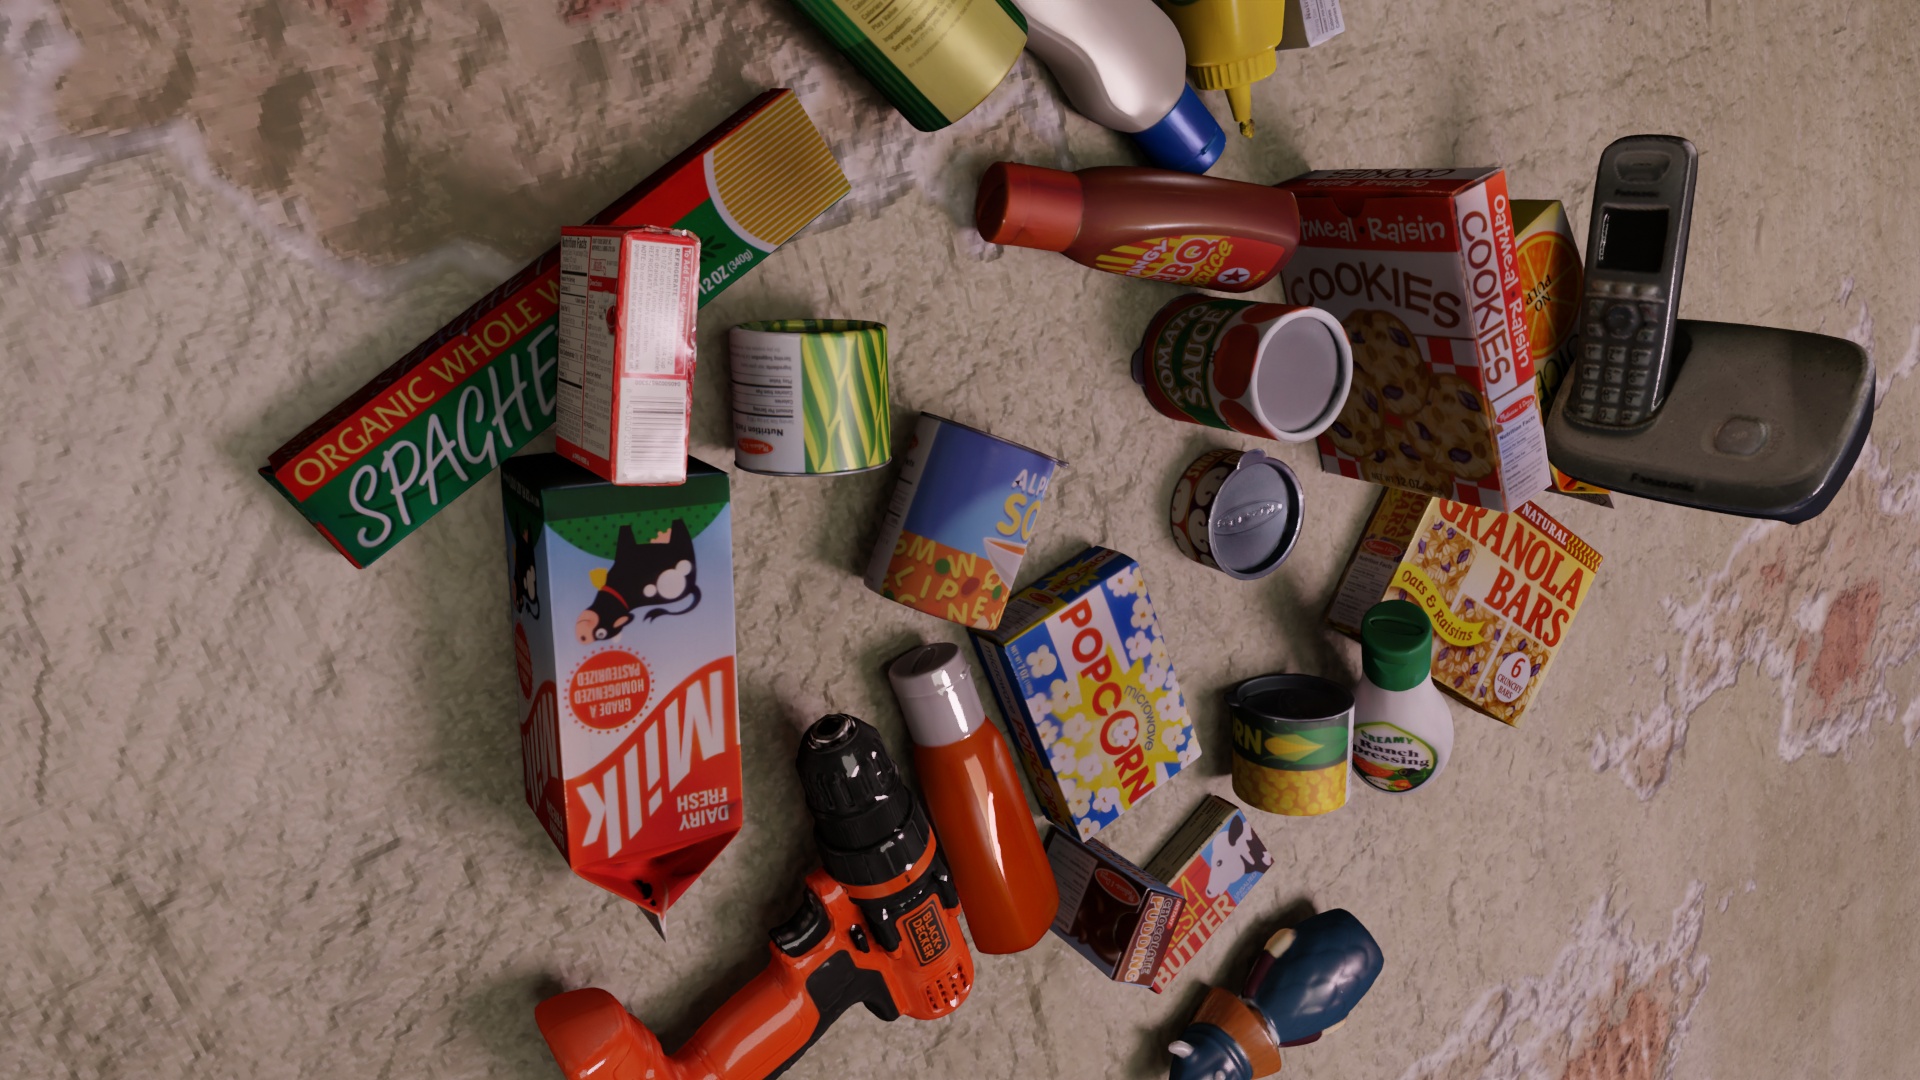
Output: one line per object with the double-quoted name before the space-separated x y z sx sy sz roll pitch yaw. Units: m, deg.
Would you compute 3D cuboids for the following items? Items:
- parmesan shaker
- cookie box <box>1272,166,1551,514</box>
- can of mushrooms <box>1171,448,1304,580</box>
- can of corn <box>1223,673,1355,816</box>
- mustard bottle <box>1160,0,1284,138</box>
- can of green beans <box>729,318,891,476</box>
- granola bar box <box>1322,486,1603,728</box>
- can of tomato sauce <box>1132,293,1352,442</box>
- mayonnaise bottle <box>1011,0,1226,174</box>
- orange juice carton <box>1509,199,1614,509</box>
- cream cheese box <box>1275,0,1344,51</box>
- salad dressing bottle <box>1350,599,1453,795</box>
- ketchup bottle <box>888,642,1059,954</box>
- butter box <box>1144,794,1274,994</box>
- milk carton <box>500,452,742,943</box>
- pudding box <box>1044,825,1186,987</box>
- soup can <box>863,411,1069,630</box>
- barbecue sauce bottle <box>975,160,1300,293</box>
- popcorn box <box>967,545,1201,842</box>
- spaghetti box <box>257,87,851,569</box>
"parmesan shaker" -0.032 -0.222 0.561 0.103 0.071 0.071 39 81 -33
"cookie box" 0.227 -0.105 0.710 0.040 0.123 0.166 -29 115 -23
"can of mushrooms" 0.147 -0.017 0.737 0.071 0.033 0.071 -8 106 -29
"can of corn" 0.182 0.113 0.771 0.071 0.071 0.058 -11 108 -29
"mustard bottle" 0.120 -0.263 0.644 0.049 0.065 0.159 -27 119 -19
"can of green beans" -0.062 -0.061 0.580 0.071 0.071 0.057 -8 106 -29
"granola bar box" 0.306 0.028 0.841 0.165 0.039 0.124 28 88 -33
"can of tomato sauce" 0.139 -0.086 0.685 0.071 0.083 0.071 -8 106 -30
"mayonnaise bottle" 0.067 -0.225 0.634 0.148 0.041 0.065 41 80 -33
"orange juice carton" 0.321 -0.097 0.800 0.073 0.072 0.192 -42 119 -15
"cream cheese box" 0.147 -0.287 0.659 0.024 0.053 0.103 -28 115 -20
"salad dressing bottle" 0.246 0.090 0.784 0.044 0.064 0.147 -63 150 -31
"ketchup bottle" 0.006 0.122 0.672 0.043 0.065 0.148 -13 108 19
"butter box" 0.127 0.199 0.783 0.104 0.024 0.053 -44 119 -15
"milk carton" -0.135 0.062 0.562 0.073 0.072 0.190 -8 106 -29
"pudding box" 0.072 0.186 0.710 0.030 0.084 0.049 22 90 -34
"soup can" 0.002 -0.008 0.630 0.071 0.071 0.083 17 93 -33
"barbecue sauce bottle" 0.081 -0.149 0.651 0.149 0.064 0.044 3 72 -23
"popcorn box" 0.065 0.077 0.707 0.085 0.038 0.126 -32 116 -21
"spaghetti box" -0.150 -0.087 0.543 0.251 0.029 0.050 -42 119 -16
